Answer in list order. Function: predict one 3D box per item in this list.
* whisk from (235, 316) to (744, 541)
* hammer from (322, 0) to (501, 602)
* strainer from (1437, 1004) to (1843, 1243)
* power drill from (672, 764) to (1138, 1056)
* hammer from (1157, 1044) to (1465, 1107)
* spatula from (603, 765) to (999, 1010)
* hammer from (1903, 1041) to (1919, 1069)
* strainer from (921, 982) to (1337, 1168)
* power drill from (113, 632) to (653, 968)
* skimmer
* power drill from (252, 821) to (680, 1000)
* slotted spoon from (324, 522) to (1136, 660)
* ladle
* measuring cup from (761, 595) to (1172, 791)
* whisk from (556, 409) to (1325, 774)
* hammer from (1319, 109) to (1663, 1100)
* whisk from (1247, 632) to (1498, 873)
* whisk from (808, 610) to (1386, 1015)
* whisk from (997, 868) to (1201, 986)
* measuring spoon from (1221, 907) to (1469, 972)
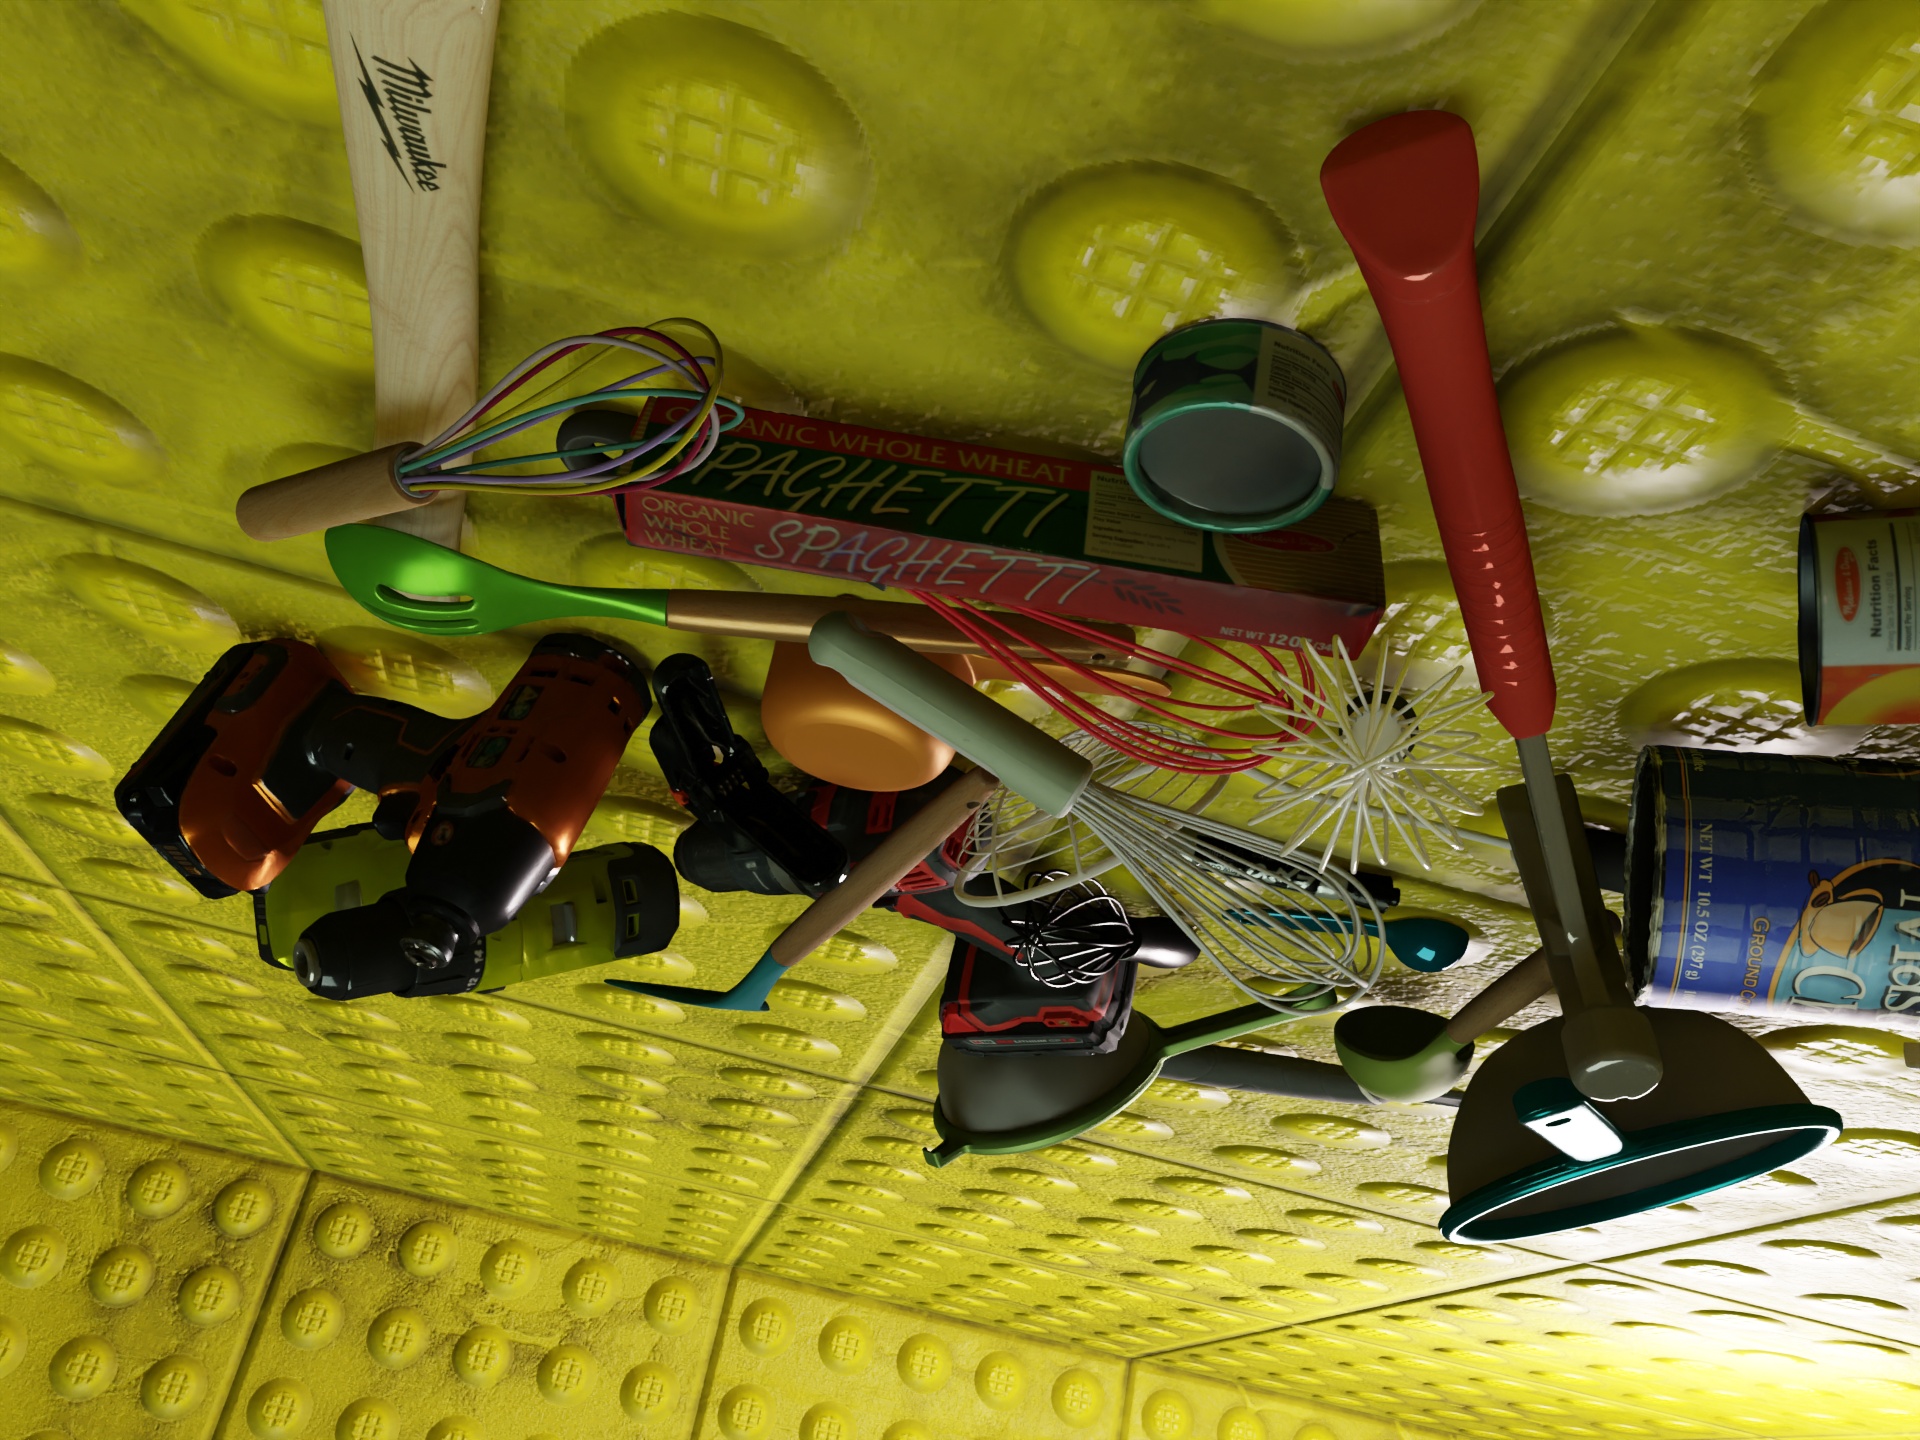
[{"bbox_3d":[-0.162,-0.087,0.516,0.245,0.047,0.051,-5,-174,37],"label":"whisk"},{"bbox_3d":[-0.164,-0.128,0.514,0.146,0.038,0.410,16,153,-11],"label":"hammer"},{"bbox_3d":[0.318,0.186,0.811,0.211,0.095,0.340,-25,148,21],"label":"strainer"},{"bbox_3d":[-0.027,0.102,0.855,0.188,0.080,0.226,-10,143,36],"label":"power drill"},{"bbox_3d":[0.288,0.241,1.034,0.409,0.036,0.149,5,153,15],"label":"hammer"},{"bbox_3d":[-0.075,0.091,0.761,0.082,0.044,0.317,14,143,-30],"label":"spatula"},{"bbox_3d":[0.467,0.071,0.631,0.143,0.038,0.385,-1,150,27],"label":"hammer"},{"bbox_3d":[0.091,0.176,0.948,0.256,0.151,0.069,-19,103,16],"label":"strainer"},{"bbox_3d":[-0.269,0.035,0.728,0.226,0.164,0.084,1,138,24],"label":"power drill"},{"bbox_3d":[0.182,0.070,0.691,0.363,0.090,0.127,13,-174,-7],"label":"skimmer"},{"bbox_3d":[-0.288,0.102,0.850,0.190,0.080,0.228,-7,-175,-43],"label":"power drill"},{"bbox_3d":[-0.087,-0.042,0.616,0.313,0.031,0.070,4,158,-4],"label":"slotted spoon"},{"bbox_3d":[0.256,0.136,0.793,0.078,0.062,0.320,1,156,-2],"label":"ladle"},{"bbox_3d":[-0.001,-0.002,0.665,0.173,0.052,0.095,6,152,16],"label":"measuring cup"},{"bbox_3d":[-0.006,-0.050,0.577,0.296,0.073,0.073,21,152,-4],"label":"whisk"},{"bbox_3d":[0.174,-0.030,0.509,0.037,0.149,0.358,-15,133,17],"label":"hammer"},{"bbox_3d":[0.135,0.006,0.513,0.070,0.070,0.284,4,-177,16],"label":"whisk"},{"bbox_3d":[0.049,0.031,0.590,0.246,0.059,0.058,32,-170,2],"label":"whisk"},{"bbox_3d":[0.078,0.108,0.797,0.055,0.055,0.238,-2,170,25],"label":"whisk"},{"bbox_3d":[0.202,0.117,0.842,0.128,0.021,0.042,5,152,11],"label":"measuring spoon"}]
